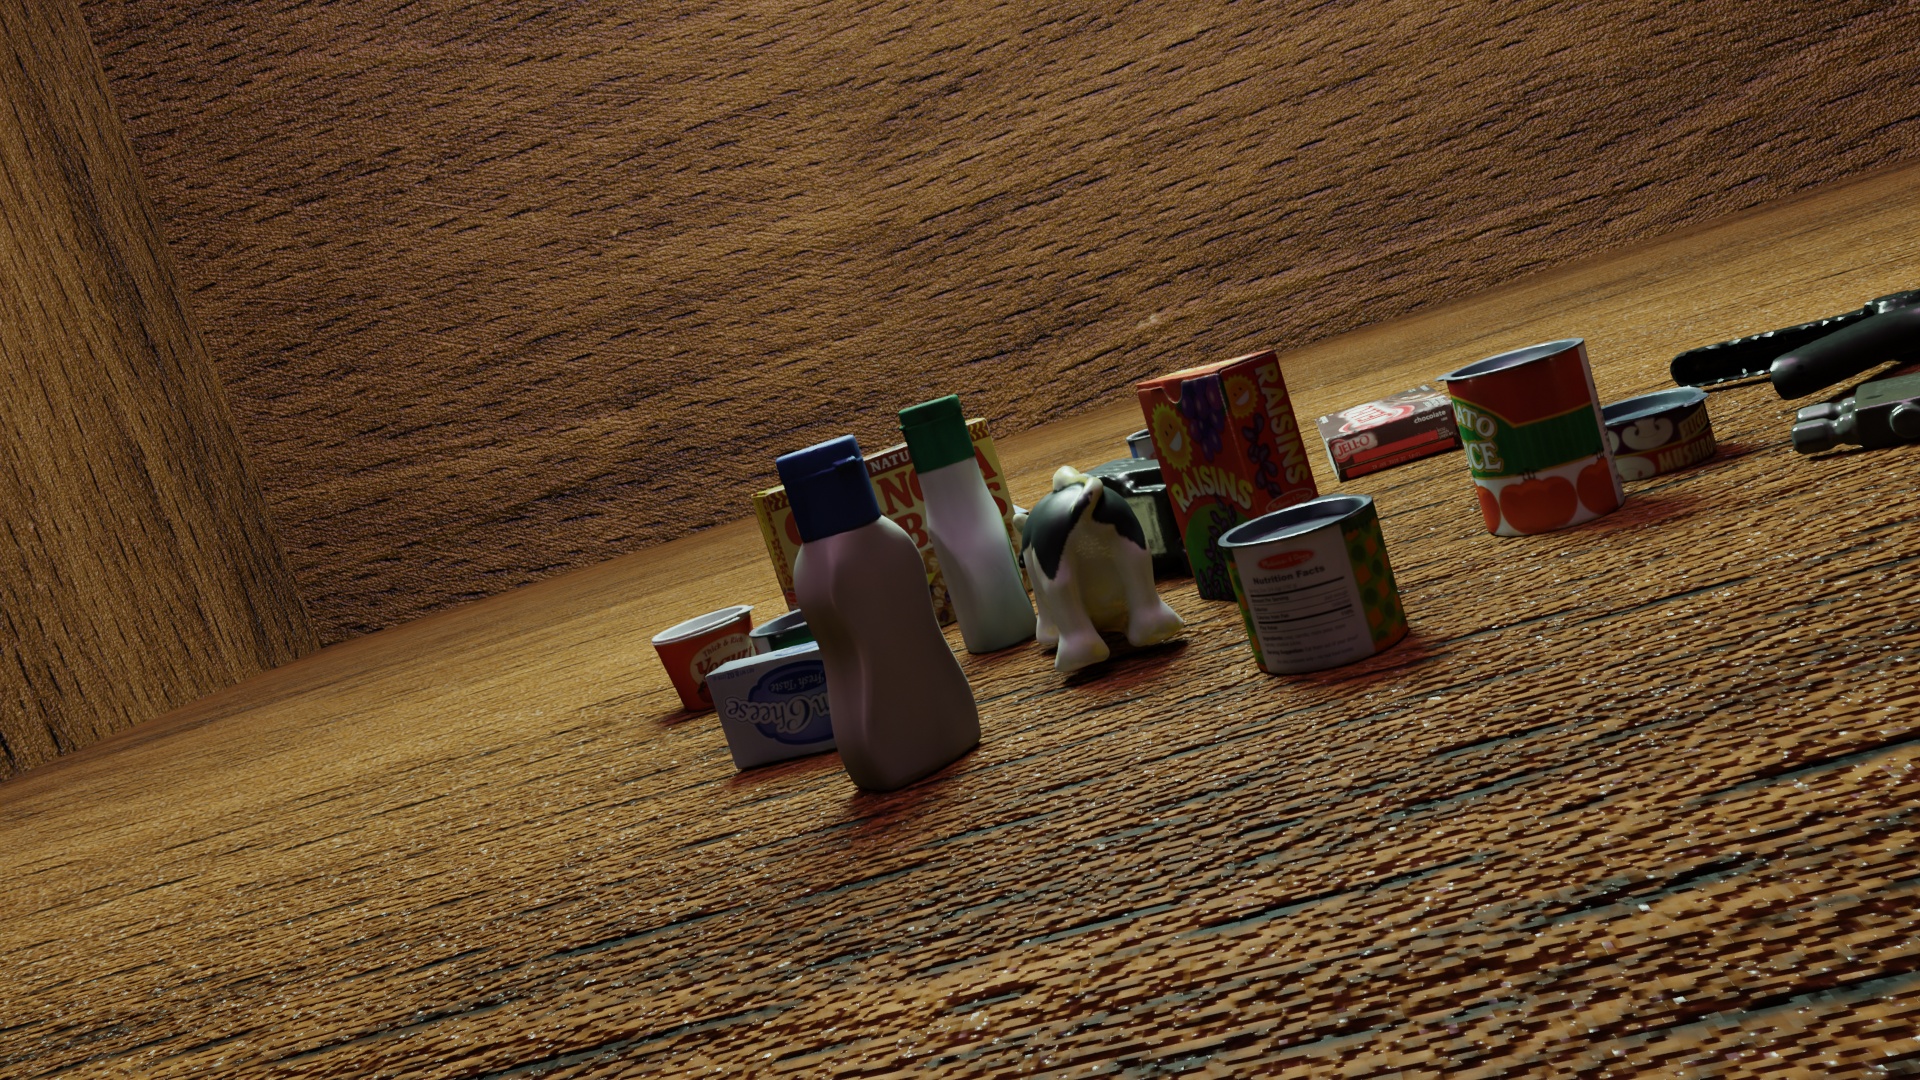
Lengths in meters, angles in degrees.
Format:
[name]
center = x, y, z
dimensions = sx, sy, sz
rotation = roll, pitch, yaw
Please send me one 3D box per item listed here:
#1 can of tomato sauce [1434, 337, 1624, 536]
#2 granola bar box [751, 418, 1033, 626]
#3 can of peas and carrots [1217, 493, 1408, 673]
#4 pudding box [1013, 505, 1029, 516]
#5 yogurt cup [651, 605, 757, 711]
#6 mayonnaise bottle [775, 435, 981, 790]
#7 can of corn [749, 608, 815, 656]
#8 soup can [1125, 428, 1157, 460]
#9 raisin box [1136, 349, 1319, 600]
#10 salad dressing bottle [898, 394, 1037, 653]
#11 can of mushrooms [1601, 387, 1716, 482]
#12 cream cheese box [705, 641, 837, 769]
[can of tomato sauce]
center = 0.282, -0.050, 0.688
dimensions = 0.071, 0.083, 0.071
rotation = -18, 7, 2
[granola bar box]
center = -0.042, 0.001, 0.930
dimensions = 0.166, 0.124, 0.039
rotation = -21, 7, -25
[can of peas and carrots]
center = 0.150, 0.017, 0.589
dimensions = 0.071, 0.058, 0.071
rotation = -18, 7, 2
[pudding box]
center = 0.037, 0.001, 1.044
dimensions = 0.030, 0.049, 0.084
rotation = -19, 7, -6
[yogurt cup]
center = -0.164, 0.079, 0.921
dimensions = 0.072, 0.054, 0.072
rotation = -18, 7, 2
[mayonnaise bottle]
center = -0.040, 0.029, 0.602
dimensions = 0.065, 0.148, 0.041
rotation = -23, 8, -39
[can of corn]
center = -0.073, 0.067, 0.766
dimensions = 0.071, 0.058, 0.071
rotation = -18, 7, 2
[soup can]
center = 0.153, -0.038, 0.912
dimensions = 0.071, 0.083, 0.071
rotation = -18, 7, 2
[raisin box]
center = 0.143, -0.031, 0.724
dimensions = 0.040, 0.123, 0.086
rotation = -20, 7, -19
[salad dressing bottle]
center = 0.003, -0.010, 0.809
dimensions = 0.044, 0.147, 0.064
rotation = -19, 6, -11
[can of mushrooms]
center = 0.362, -0.056, 0.733
dimensions = 0.071, 0.033, 0.071
rotation = -18, 7, 2
[cream cheese box]
center = -0.072, 0.078, 0.693
dimensions = 0.103, 0.053, 0.024
rotation = -15, 7, 21
